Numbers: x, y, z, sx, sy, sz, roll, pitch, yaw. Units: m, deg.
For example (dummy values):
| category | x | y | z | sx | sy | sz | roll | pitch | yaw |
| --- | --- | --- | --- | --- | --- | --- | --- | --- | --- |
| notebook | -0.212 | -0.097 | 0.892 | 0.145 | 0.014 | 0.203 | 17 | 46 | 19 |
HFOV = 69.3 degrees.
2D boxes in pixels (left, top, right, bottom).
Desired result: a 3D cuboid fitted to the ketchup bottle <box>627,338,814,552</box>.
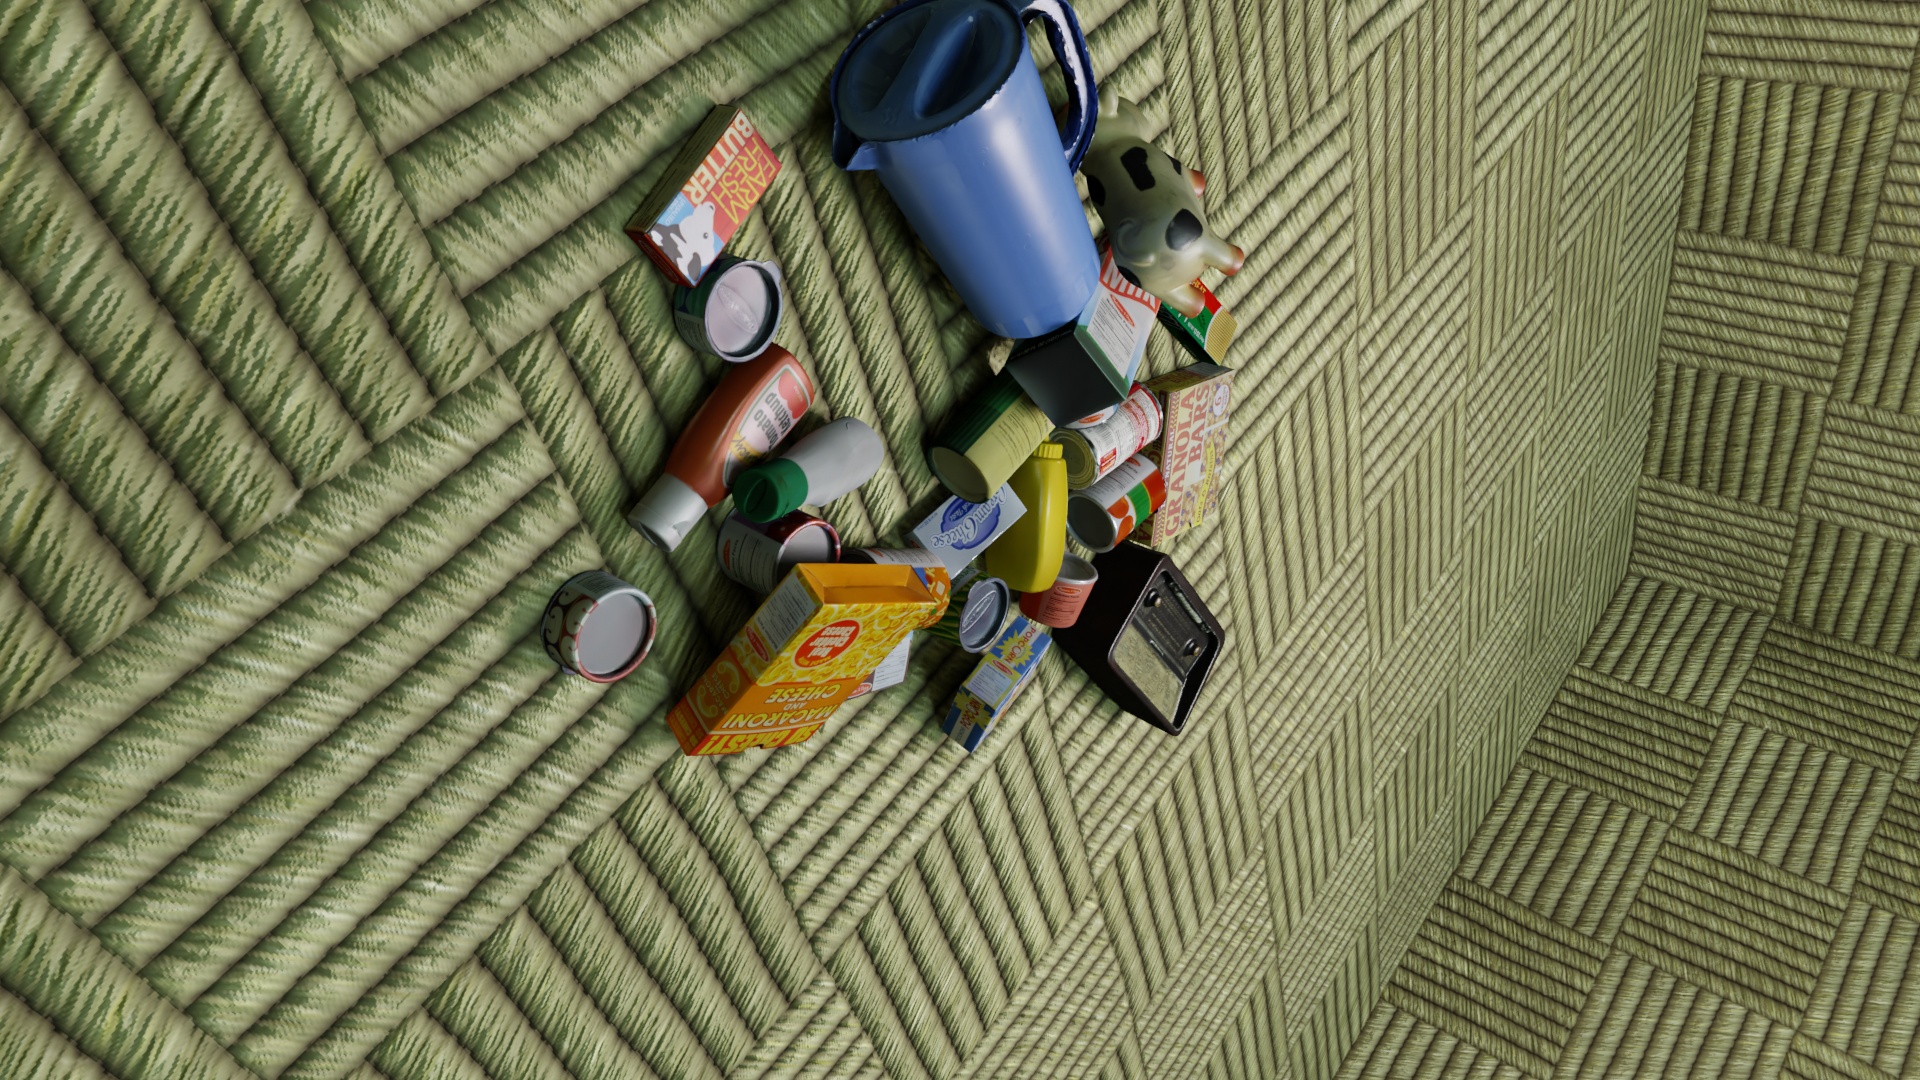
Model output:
| category | x | y | z | sx | sy | sz | roll | pitch | yaw |
| --- | --- | --- | --- | --- | --- | --- | --- | --- | --- |
| ketchup bottle | -0.157 | -0.060 | 0.909 | 0.149 | 0.043 | 0.064 | -54 | 152 | -20 |

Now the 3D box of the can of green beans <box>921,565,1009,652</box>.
| category | x | y | z | sx | sy | sz | roll | pitch | yaw |
| --- | --- | --- | --- | --- | --- | --- | --- | --- | --- |
| can of green beans | -0.001 | 0.053 | 1.165 | 0.071 | 0.058 | 0.071 | -29 | 129 | -42 |

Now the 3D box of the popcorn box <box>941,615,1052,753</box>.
| category | x | y | z | sx | sy | sz | roll | pitch | yaw |
| --- | --- | --- | --- | --- | --- | --- | --- | --- | --- |
| popcorn box | 0.030 | 0.128 | 1.216 | 0.085 | 0.038 | 0.126 | -48 | 171 | -25 |

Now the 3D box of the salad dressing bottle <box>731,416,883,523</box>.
| category | x | y | z | sx | sy | sz | roll | pitch | yaw |
| --- | --- | --- | --- | --- | --- | --- | --- | --- | --- |
| salad dressing bottle | -0.103 | -0.047 | 0.951 | 0.064 | 0.044 | 0.148 | -56 | 171 | 25 |

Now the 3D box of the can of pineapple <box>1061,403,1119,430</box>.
| category | x | y | z | sx | sy | sz | roll | pitch | yaw |
| --- | --- | --- | --- | --- | --- | --- | --- | --- | --- |
| can of pineapple | 0.100 | -0.138 | 1.197 | 0.071 | 0.071 | 0.057 | -42 | 137 | -33 |

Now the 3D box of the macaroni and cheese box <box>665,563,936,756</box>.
| category | x | y | z | sx | sy | sz | roll | pitch | yaw |
| --- | --- | --- | --- | --- | --- | --- | --- | --- | --- |
| macaroni and cheese box | -0.112 | 0.085 | 0.981 | 0.166 | 0.040 | 0.124 | -48 | 153 | 25 |

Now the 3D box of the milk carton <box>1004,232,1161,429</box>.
| category | x | y | z | sx | sy | sz | roll | pitch | yaw |
| --- | --- | --- | --- | --- | --- | --- | --- | --- | --- |
| milk carton | 0.108 | -0.185 | 1.127 | 0.073 | 0.072 | 0.191 | 48 | 43 | -25 |

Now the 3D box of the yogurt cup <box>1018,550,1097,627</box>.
| category | x | y | z | sx | sy | sz | roll | pitch | yaw |
| --- | --- | --- | --- | --- | --- | --- | --- | --- | --- |
| yogurt cup | 0.087 | 0.044 | 1.275 | 0.072 | 0.072 | 0.053 | -12 | 125 | -50 |

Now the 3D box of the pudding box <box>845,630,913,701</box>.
| category | x | y | z | sx | sy | sz | roll | pitch | yaw |
| --- | --- | --- | --- | --- | --- | --- | --- | --- | --- |
| pudding box | -0.077 | 0.095 | 1.109 | 0.084 | 0.030 | 0.049 | -12 | 118 | -50 |

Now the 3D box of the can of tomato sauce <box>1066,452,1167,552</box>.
| category | x | y | z | sx | sy | sz | roll | pitch | yaw |
| --- | --- | --- | --- | --- | --- | --- | --- | --- | --- |
| can of tomato sauce | 0.144 | -0.035 | 1.307 | 0.083 | 0.071 | 0.070 | -39 | 135 | -35 |

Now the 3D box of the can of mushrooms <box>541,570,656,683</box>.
| category | x | y | z | sx | sy | sz | roll | pitch | yaw |
| --- | --- | --- | --- | --- | --- | --- | --- | --- | --- |
| can of mushrooms | -0.229 | 0.057 | 0.883 | 0.071 | 0.033 | 0.070 | -30 | 130 | -43 |

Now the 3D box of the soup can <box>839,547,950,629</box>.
| category | x | y | z | sx | sy | sz | roll | pitch | yaw |
| --- | --- | --- | --- | --- | --- | --- | --- | --- | --- |
| soup can | -0.058 | 0.041 | 1.075 | 0.084 | 0.071 | 0.071 | 0 | 107 | -54 |

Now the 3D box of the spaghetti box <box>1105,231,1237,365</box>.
| category | x | y | z | sx | sy | sz | roll | pitch | yaw |
| --- | --- | --- | --- | --- | --- | --- | --- | --- | --- |
| spaghetti box | 0.200 | -0.235 | 1.310 | 0.250 | 0.029 | 0.050 | 29 | 83 | -55 |

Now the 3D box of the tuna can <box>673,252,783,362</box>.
| category | x | y | z | sx | sy | sz | roll | pitch | yaw |
| --- | --- | --- | --- | --- | --- | --- | --- | --- | --- |
| tuna can | -0.147 | -0.151 | 0.885 | 0.071 | 0.033 | 0.070 | -29 | 129 | -43 |

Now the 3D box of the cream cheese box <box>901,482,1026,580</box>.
| category | x | y | z | sx | sy | sz | roll | pitch | yaw |
| --- | --- | --- | --- | --- | --- | --- | --- | --- | --- |
| cream cheese box | 0.004 | -0.014 | 1.144 | 0.104 | 0.024 | 0.053 | -42 | 99 | -33 |

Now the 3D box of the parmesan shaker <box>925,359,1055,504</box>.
| category | x | y | z | sx | sy | sz | roll | pitch | yaw |
| --- | --- | --- | --- | --- | --- | --- | --- | --- | --- |
| parmesan shaker | 0.026 | -0.088 | 1.123 | 0.103 | 0.071 | 0.071 | -47 | 140 | -26 |

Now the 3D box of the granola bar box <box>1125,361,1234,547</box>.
| category | x | y | z | sx | sy | sz | roll | pitch | yaw |
| --- | --- | --- | --- | --- | --- | --- | --- | --- | --- |
| granola bar box | 0.223 | -0.088 | 1.408 | 0.125 | 0.039 | 0.164 | -23 | 125 | -46 |

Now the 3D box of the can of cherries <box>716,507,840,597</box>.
| category | x | y | z | sx | sy | sz | roll | pitch | yaw |
| --- | --- | --- | --- | --- | --- | --- | --- | --- | --- |
| can of cherries | -0.125 | 0.006 | 0.974 | 0.072 | 0.058 | 0.071 | -29 | 129 | -42 |

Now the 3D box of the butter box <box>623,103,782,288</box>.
| category | x | y | z | sx | sy | sz | roll | pitch | yaw |
| --- | --- | --- | --- | --- | --- | --- | --- | --- | --- |
| butter box | -0.156 | -0.211 | 0.850 | 0.104 | 0.024 | 0.053 | -58 | 143 | -15 |

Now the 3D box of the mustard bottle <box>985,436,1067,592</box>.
| category | x | y | z | sx | sy | sz | roll | pitch | yaw |
| --- | --- | --- | --- | --- | --- | --- | --- | --- | --- |
| mustard bottle | 0.063 | -0.037 | 1.201 | 0.049 | 0.065 | 0.160 | -7 | 108 | -57 |
